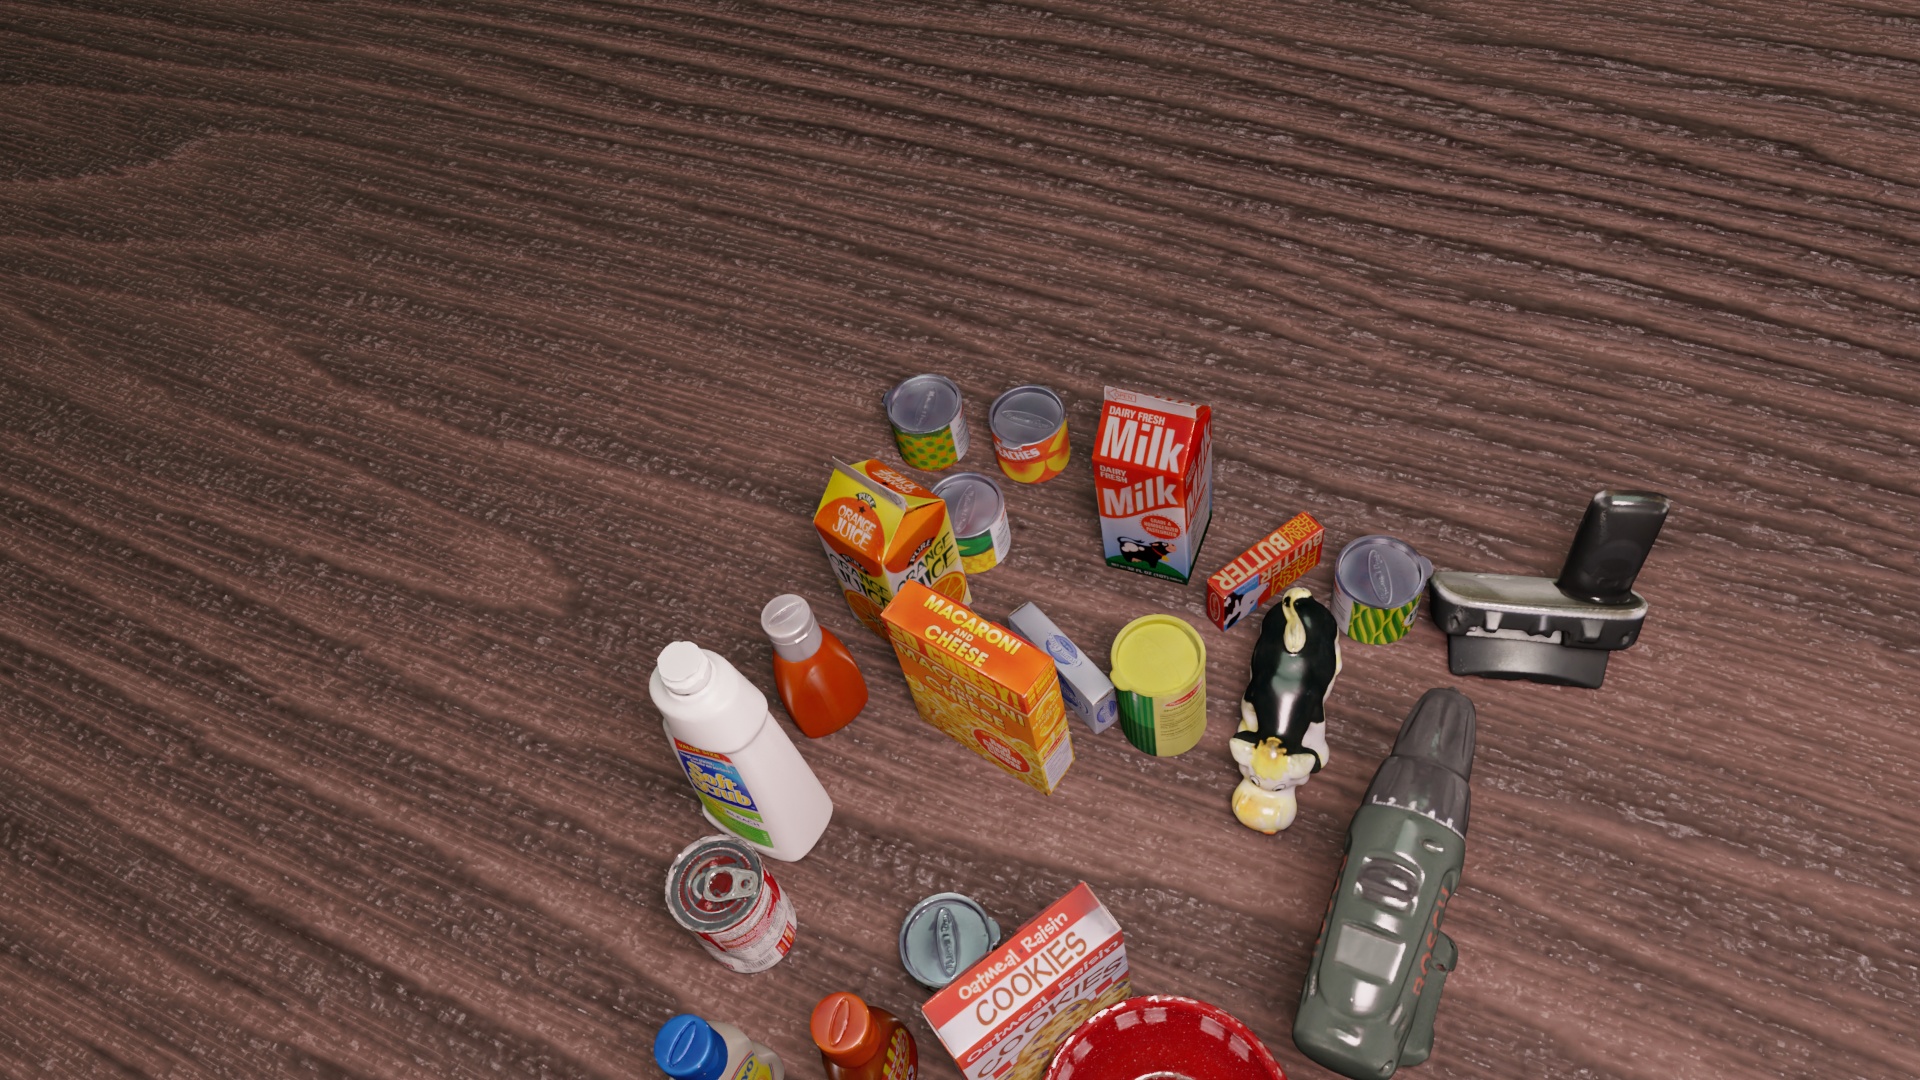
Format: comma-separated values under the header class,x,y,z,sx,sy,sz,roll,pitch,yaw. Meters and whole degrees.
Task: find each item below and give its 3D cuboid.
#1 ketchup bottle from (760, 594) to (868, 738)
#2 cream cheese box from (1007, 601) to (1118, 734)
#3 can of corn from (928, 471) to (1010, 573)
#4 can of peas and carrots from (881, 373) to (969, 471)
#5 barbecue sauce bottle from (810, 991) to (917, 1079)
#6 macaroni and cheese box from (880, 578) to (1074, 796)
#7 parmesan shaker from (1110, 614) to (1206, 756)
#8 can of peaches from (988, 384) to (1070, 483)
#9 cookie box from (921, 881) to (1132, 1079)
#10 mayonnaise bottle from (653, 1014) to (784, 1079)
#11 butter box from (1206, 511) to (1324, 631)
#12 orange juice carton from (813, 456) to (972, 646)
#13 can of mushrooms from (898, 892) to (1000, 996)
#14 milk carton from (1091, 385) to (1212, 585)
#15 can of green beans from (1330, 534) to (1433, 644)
class,x,y,z,sx,sy,sz,roll,pitch,yaw
ketchup bottle,-0.113,0.094,1.046,0.065,0.148,0.043,-35,58,-14
cream cheese box,0.079,0.098,1.068,0.024,0.053,0.104,-36,58,-14
can of corn,0.004,-0.014,1.154,0.071,0.058,0.071,-5,56,7
can of peas and carrots,-0.030,-0.103,1.220,0.071,0.058,0.071,-5,56,7
barbecue sauce bottle,-0.062,0.325,0.881,0.044,0.147,0.065,7,58,15
macaroni and cheese box,0.016,0.107,1.004,0.124,0.165,0.040,28,65,25
parmesan shaker,0.144,0.109,1.019,0.071,0.102,0.071,-5,56,7
can of peaches,0.059,-0.089,1.195,0.071,0.057,0.071,-5,56,7
cookie box,0.047,0.292,0.874,0.123,0.166,0.040,-35,58,-13
mayonnaise bottle,-0.155,0.341,0.887,0.041,0.147,0.065,17,61,20
butter box,0.239,0.024,1.091,0.104,0.053,0.024,-34,57,-13
orange juice carton,-0.053,0.007,1.068,0.072,0.191,0.073,32,67,27
can of mushrooms,-0.005,0.283,0.969,0.071,0.033,0.071,-5,56,7
milk carton,0.150,-0.051,1.073,0.072,0.189,0.074,15,60,19
can of green beans,0.319,0.039,1.064,0.071,0.057,0.071,-5,56,7
